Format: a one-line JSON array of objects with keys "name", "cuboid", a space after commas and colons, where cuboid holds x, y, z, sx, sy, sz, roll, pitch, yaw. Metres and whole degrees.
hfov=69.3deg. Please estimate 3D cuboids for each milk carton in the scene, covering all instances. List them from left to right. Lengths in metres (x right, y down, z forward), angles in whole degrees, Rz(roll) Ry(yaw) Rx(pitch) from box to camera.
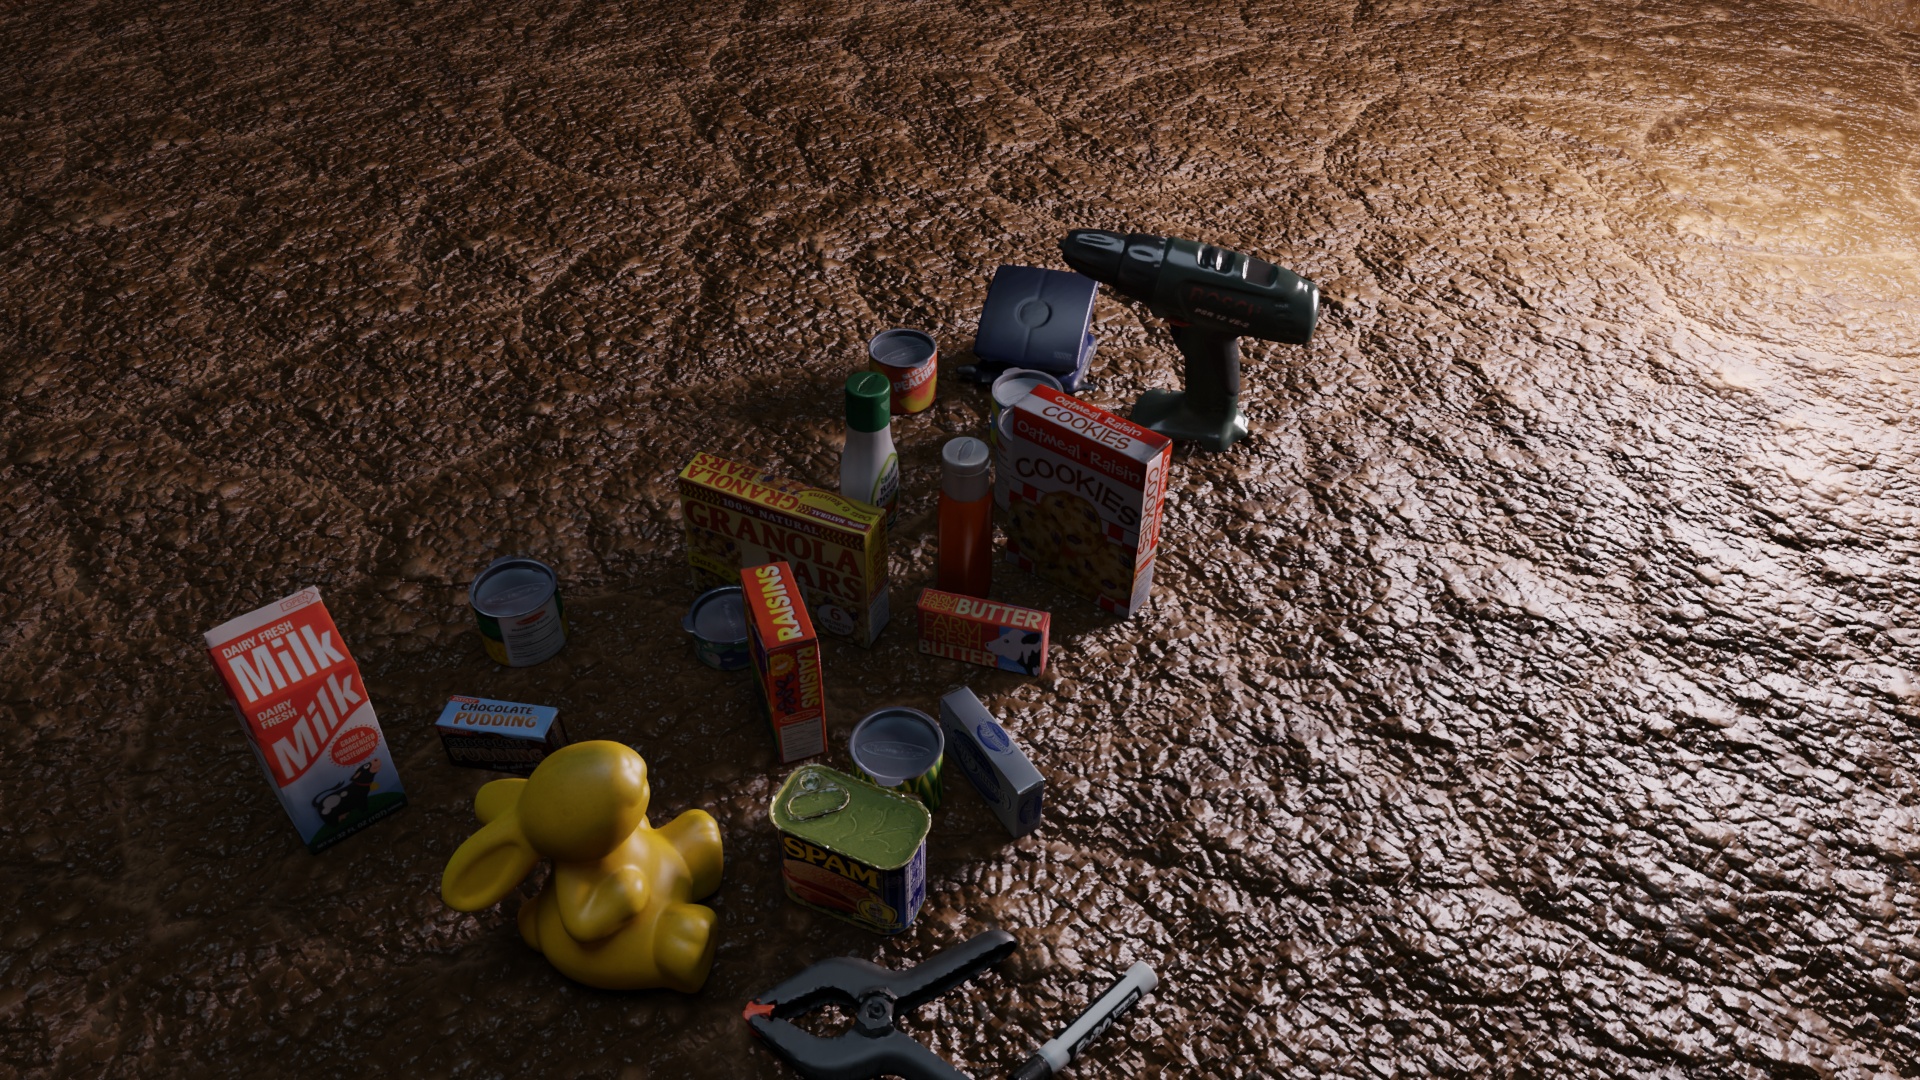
[{"name": "milk carton", "cuboid": [-0.437, 0.113, 0.925, 0.072, 0.189, 0.073, -29, 50, -30]}]

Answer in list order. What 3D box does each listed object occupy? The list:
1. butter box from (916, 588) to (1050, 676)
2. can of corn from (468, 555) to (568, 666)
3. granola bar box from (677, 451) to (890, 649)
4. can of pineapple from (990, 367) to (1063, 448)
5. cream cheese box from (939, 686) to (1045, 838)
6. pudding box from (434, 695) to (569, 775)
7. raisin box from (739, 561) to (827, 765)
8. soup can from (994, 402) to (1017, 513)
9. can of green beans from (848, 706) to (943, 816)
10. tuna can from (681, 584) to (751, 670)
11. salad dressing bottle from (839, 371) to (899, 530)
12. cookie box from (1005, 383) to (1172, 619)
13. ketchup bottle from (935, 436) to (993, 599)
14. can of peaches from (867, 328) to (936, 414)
[{"name": "butter box", "cuboid": [0.017, 0.072, 1.085, 0.103, 0.052, 0.024, 11, 43, 11]}, {"name": "can of corn", "cuboid": [-0.346, 0.055, 1.091, 0.071, 0.058, 0.071, 1, 42, -1]}, {"name": "granola bar box", "cuboid": [-0.139, 0.009, 1.099, 0.166, 0.123, 0.039, 17, 44, 17]}, {"name": "can of pineapple", "cuboid": [0.061, -0.119, 1.297, 0.071, 0.057, 0.071, 1, 42, -1]}, {"name": "cream cheese box", "cuboid": [0.022, 0.157, 0.989, 0.024, 0.053, 0.104, -22, 47, -24]}, {"name": "pudding box", "cuboid": [-0.329, 0.141, 1.001, 0.084, 0.049, 0.030, 7, 42, 6]}, {"name": "raisin box", "cuboid": [-0.129, 0.089, 1.010, 0.040, 0.122, 0.086, -12, 43, -15]}, {"name": "soup can", "cuboid": [0.066, -0.071, 1.224, 0.071, 0.083, 0.072, 1, 42, -1]}, {"name": "can of green beans", "cuboid": [-0.045, 0.161, 0.980, 0.071, 0.057, 0.071, 1, 42, -1]}, {"name": "tuna can", "cuboid": [-0.183, 0.070, 1.098, 0.071, 0.032, 0.071, 1, 42, -1]}, {"name": "salad dressing bottle", "cuboid": [-0.077, -0.073, 1.175, 0.044, 0.146, 0.064, 18, 44, 18]}, {"name": "cookie box", "cuboid": [0.100, -0.031, 1.117, 0.123, 0.166, 0.040, 26, 47, 26]}, {"name": "ketchup bottle", "cuboid": [0.004, -0.014, 1.110, 0.043, 0.148, 0.065, 12, 43, 12]}, {"name": "can of peaches", "cuboid": [-0.055, -0.162, 1.343, 0.071, 0.057, 0.071, 1, 42, -1]}]
